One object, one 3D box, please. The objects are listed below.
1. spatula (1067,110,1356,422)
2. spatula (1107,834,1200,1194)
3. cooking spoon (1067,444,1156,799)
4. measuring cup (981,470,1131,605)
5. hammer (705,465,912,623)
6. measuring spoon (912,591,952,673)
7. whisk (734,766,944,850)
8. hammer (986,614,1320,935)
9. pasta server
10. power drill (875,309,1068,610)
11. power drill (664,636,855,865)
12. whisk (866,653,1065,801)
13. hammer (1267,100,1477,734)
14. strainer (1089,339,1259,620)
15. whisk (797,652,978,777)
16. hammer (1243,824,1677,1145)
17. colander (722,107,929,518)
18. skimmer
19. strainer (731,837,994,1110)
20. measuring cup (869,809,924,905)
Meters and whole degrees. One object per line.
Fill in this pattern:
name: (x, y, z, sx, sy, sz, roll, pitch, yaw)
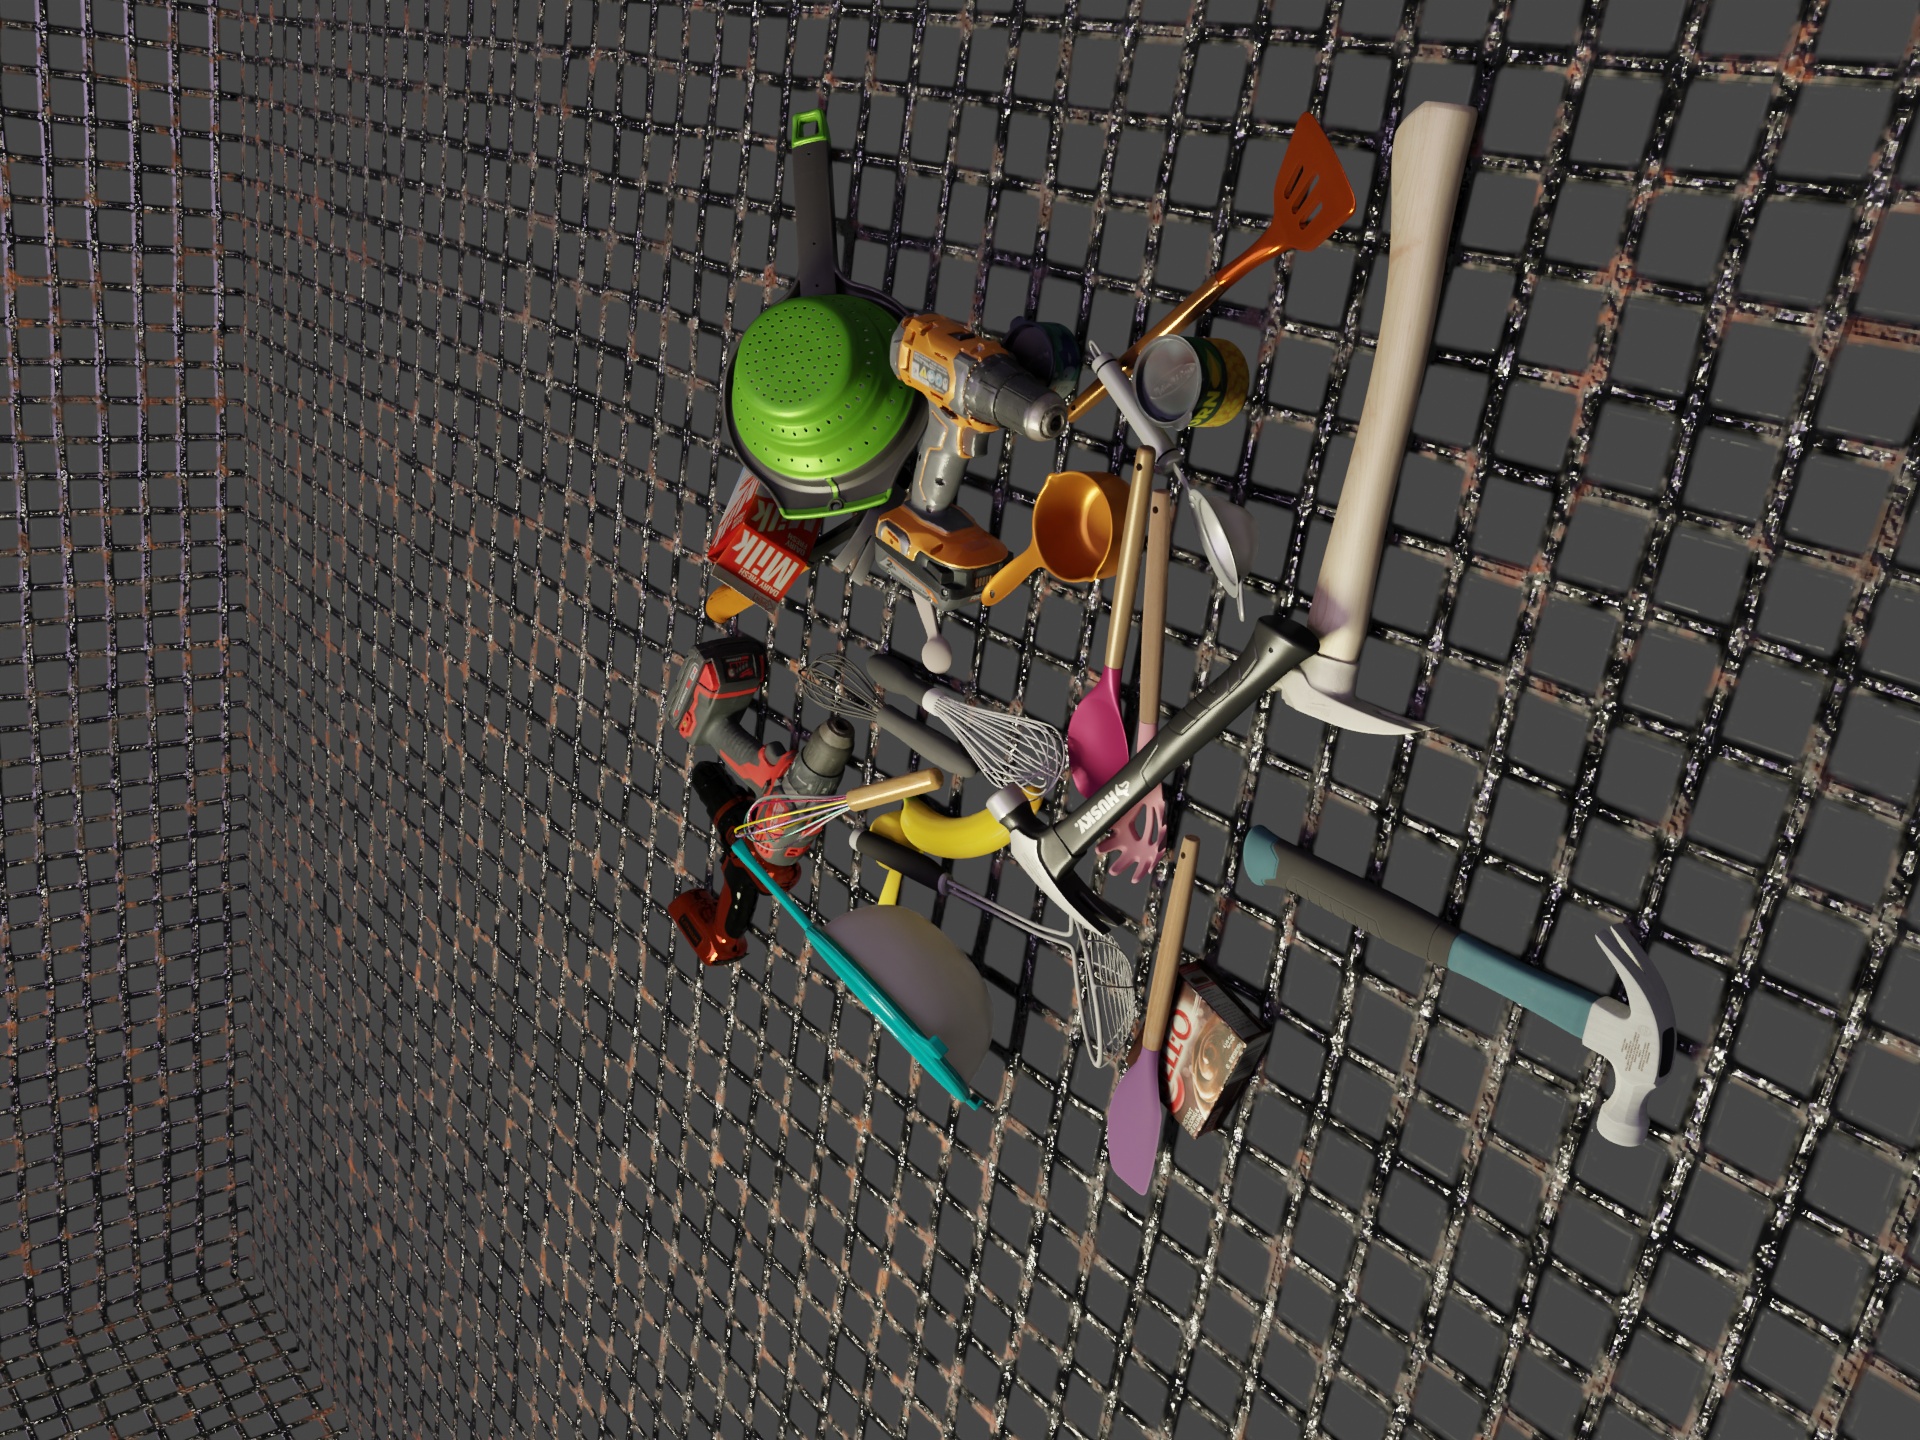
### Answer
spatula: (0.171, -0.311, 1.174, 0.322, 0.041, 0.081, -36, 71, 47)
spatula: (0.154, 0.233, 1.253, 0.060, 0.018, 0.315, 33, 122, 47)
cooking spoon: (0.125, -0.066, 1.253, 0.069, 0.017, 0.318, 33, 131, 36)
measuring cup: (0.082, -0.139, 1.299, 0.173, 0.052, 0.095, -36, 70, 48)
hammer: (-0.166, -0.147, 1.555, 0.337, 0.034, 0.127, -21, 40, 53)
measuring spoon: (-0.037, -0.102, 1.464, 0.034, 0.018, 0.124, -27, 76, 48)
whisk: (-0.118, 0.080, 1.517, 0.245, 0.047, 0.051, -16, 45, 31)
hammer: (0.152, 0.035, 1.201, 0.146, 0.035, 0.334, 55, 132, 13)
pasta server: (0.143, -0.023, 1.231, 0.060, 0.040, 0.316, 19, 119, 36)
power drill: (0.009, -0.207, 1.324, 0.186, 0.084, 0.226, 37, 132, 38)
power drill: (-0.198, 0.013, 1.627, 0.227, 0.080, 0.187, 51, 131, 25)
whisk: (-0.002, -0.006, 1.419, 0.285, 0.070, 0.070, 33, 120, 46)
hammer: (0.291, -0.194, 1.064, 0.146, 0.038, 0.410, 25, 115, 42)
strainer: (0.163, -0.190, 1.192, 0.259, 0.050, 0.086, 60, 176, 18)
whisk: (-0.069, -0.003, 1.502, 0.239, 0.055, 0.055, 31, 120, 36)
hammer: (0.327, 0.153, 1.089, 0.331, 0.033, 0.128, 27, 117, 43)
colander: (-0.137, -0.383, 1.417, 0.204, 0.094, 0.397, -8, 77, 15)
skimmer: (0.011, 0.179, 1.388, 0.364, 0.090, 0.127, 23, 132, 39)
strainer: (-0.079, 0.199, 1.469, 0.341, 0.095, 0.210, 43, 168, 27)
measuring cup: (-0.076, 0.160, 1.546, 0.062, 0.029, 0.156, 34, 118, 40)
